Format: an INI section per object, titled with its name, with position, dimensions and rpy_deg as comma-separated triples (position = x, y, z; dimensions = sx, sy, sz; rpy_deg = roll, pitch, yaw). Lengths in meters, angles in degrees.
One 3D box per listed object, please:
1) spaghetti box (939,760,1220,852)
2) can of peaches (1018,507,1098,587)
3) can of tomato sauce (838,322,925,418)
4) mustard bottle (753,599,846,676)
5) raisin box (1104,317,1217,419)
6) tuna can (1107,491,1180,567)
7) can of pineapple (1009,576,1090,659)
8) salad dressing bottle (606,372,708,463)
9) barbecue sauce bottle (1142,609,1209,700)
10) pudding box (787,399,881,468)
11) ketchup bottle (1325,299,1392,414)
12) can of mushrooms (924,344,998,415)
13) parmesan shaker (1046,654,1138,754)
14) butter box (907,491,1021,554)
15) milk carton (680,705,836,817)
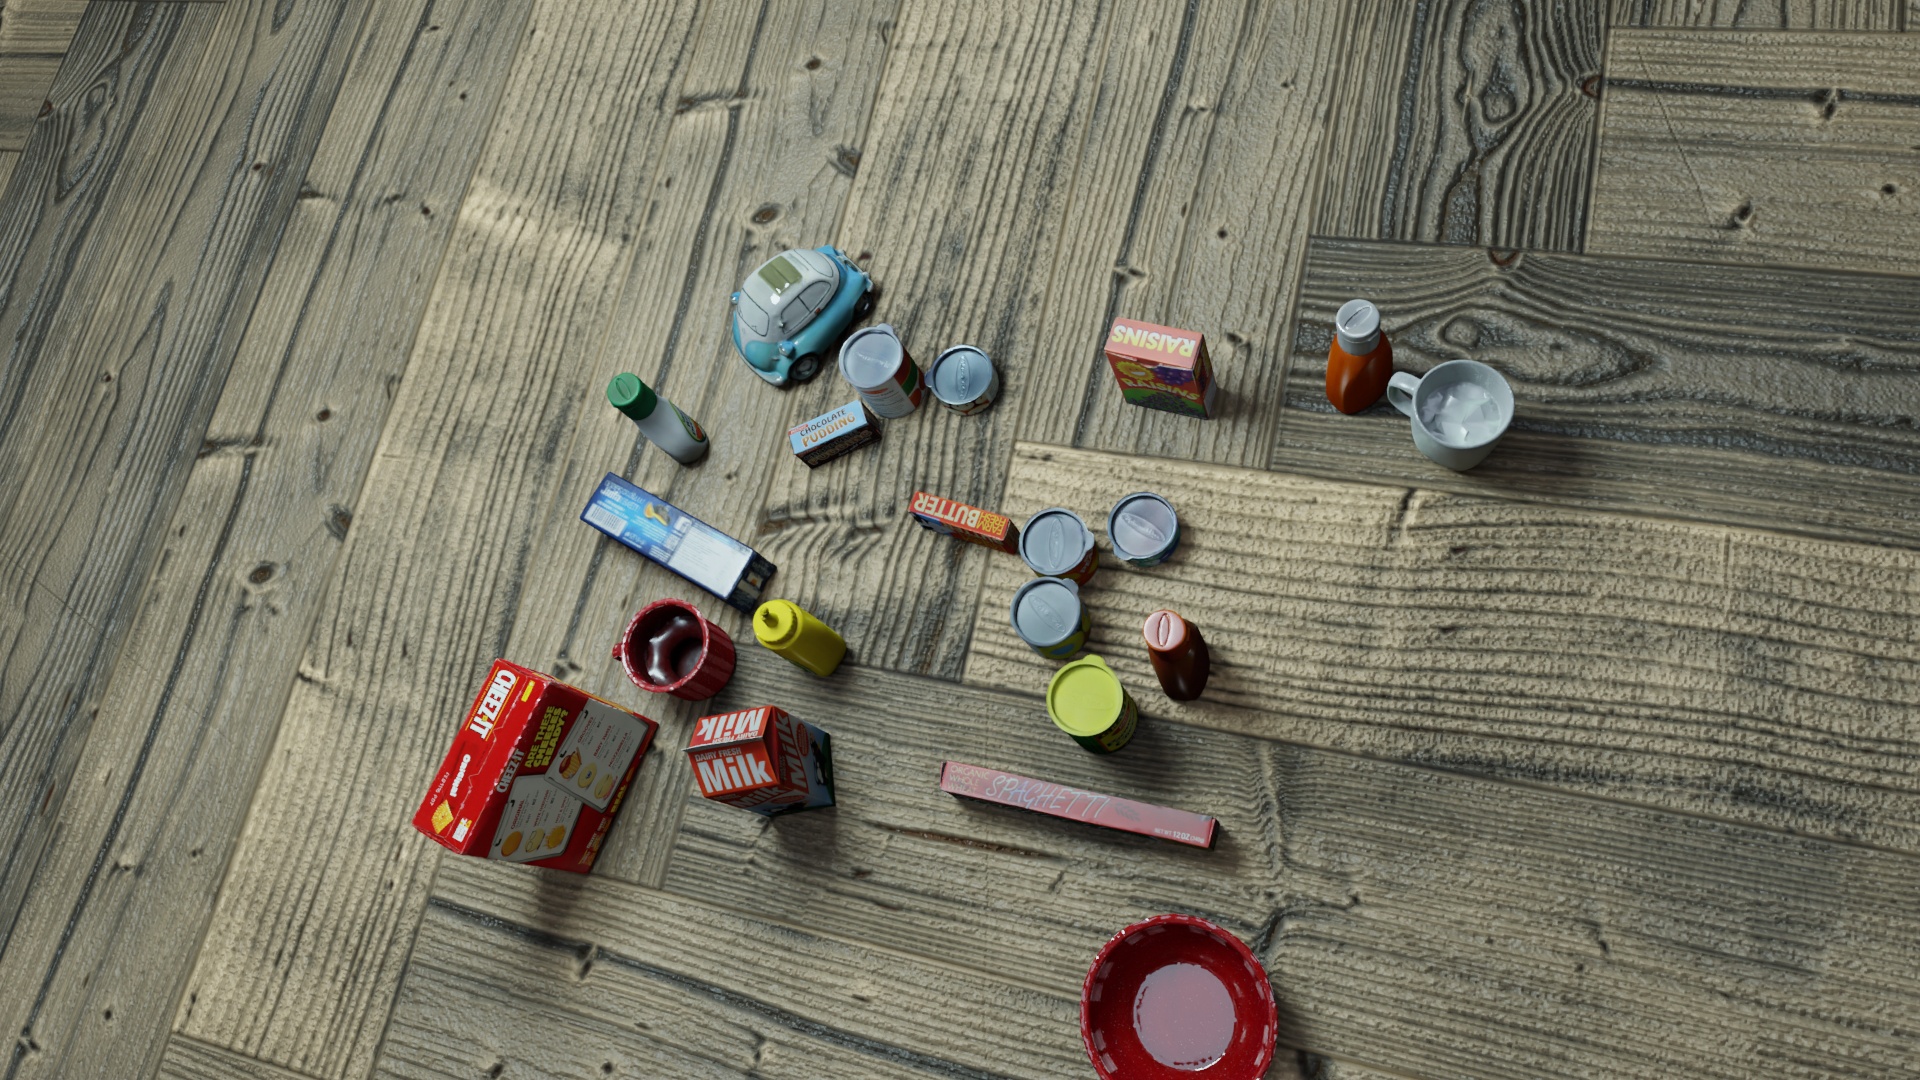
[spaghetti box]
position = 0.103, 0.236, 1.235
dimensions = 0.250, 0.050, 0.029
rpy_deg = 9, 75, 18
[can of peaches]
position = 0.096, 0.009, 1.309
dimensions = 0.071, 0.058, 0.071
rpy_deg = -5, 71, 14
[can of tomato sauce]
position = -0.077, -0.171, 1.406
dimensions = 0.071, 0.083, 0.071
rpy_deg = -5, 71, 15
[mustard bottle]
position = -0.159, 0.087, 1.300
dimensions = 0.065, 0.160, 0.049
rpy_deg = 27, 81, 22
[raisin box]
position = 0.189, -0.160, 1.304
dimensions = 0.086, 0.123, 0.040
rpy_deg = 15, 77, 20
[tuna can]
position = 0.172, -0.008, 1.307
dimensions = 0.071, 0.032, 0.071
rpy_deg = -5, 71, 14
[can of pineapple]
position = 0.086, 0.072, 1.291
dimensions = 0.071, 0.057, 0.071
rpy_deg = -5, 71, 14
[salad dressing bottle]
position = -0.310, -0.126, 1.422
dimensions = 0.044, 0.147, 0.064
rpy_deg = -36, 66, 3
[barbecue sauce bottle]
position = 0.187, 0.095, 1.205
dimensions = 0.043, 0.148, 0.065
rpy_deg = 4, 74, 17
[pudding box]
position = -0.128, -0.108, 1.418
dimensions = 0.083, 0.049, 0.030
rpy_deg = -22, 68, 8
[ketchup bottle]
position = 0.358, -0.166, 1.245
dimensions = 0.065, 0.148, 0.043
rpy_deg = -40, 66, 1
[can of mushrooms]
position = 0.002, -0.162, 1.407
dimensions = 0.071, 0.033, 0.071
rpy_deg = -5, 71, 14
[parmesan shaker]
position = 0.120, 0.147, 1.231
dimensions = 0.071, 0.103, 0.071
rpy_deg = -5, 71, 15
[butter box]
position = 0.005, -0.017, 1.347
dimensions = 0.103, 0.053, 0.024
rpy_deg = 17, 78, 20
[milk carton]
position = -0.179, 0.198, 1.251
dimensions = 0.072, 0.190, 0.073
rpy_deg = -12, 70, 12
